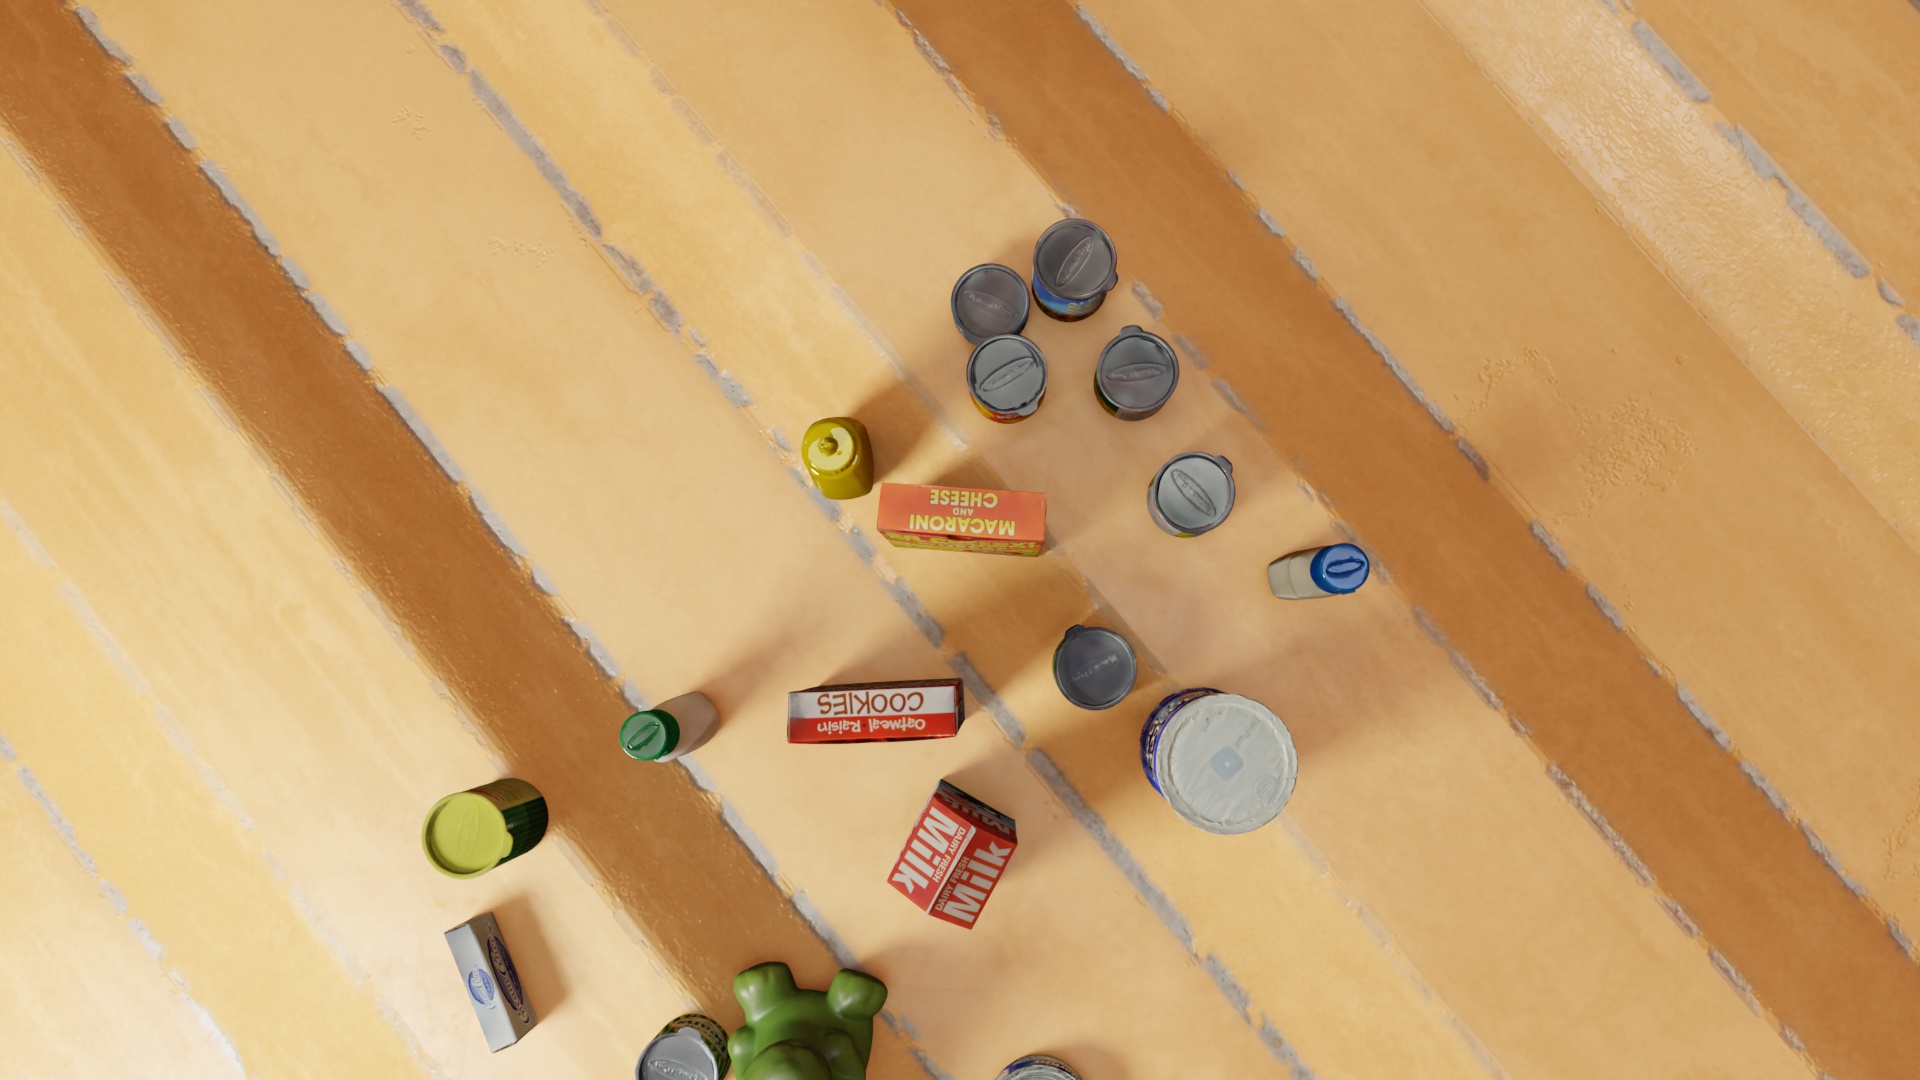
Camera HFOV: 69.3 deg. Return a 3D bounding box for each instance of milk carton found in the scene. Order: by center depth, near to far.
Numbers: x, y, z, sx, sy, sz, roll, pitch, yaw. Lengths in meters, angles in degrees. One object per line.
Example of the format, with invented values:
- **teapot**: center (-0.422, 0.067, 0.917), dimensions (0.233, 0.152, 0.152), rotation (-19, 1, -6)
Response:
- **milk carton**: center (-0.005, 0.236, 1.051), dimensions (0.073, 0.190, 0.072), rotation (29, 87, 4)

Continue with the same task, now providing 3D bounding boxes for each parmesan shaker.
- **parmesan shaker**: center (-0.373, 0.229, 1.106), dimensions (0.071, 0.103, 0.071), rotation (0, 86, 2)

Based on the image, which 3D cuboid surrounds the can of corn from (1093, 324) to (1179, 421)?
- **can of corn**: center (0.143, -0.137, 1.143), dimensions (0.071, 0.058, 0.071), rotation (0, 86, 2)

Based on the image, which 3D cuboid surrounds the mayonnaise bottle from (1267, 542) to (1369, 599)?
- **mayonnaise bottle**: center (0.282, 0.024, 1.081), dimensions (0.065, 0.148, 0.041), rotation (-12, 86, 1)

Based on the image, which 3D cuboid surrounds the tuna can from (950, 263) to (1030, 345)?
- **tuna can**: center (0.024, -0.194, 1.164), dimensions (0.071, 0.033, 0.071), rotation (0, 86, 2)

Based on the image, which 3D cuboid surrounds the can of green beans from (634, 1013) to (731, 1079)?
- **can of green beans**: center (-0.220, 0.418, 1.109), dimensions (0.071, 0.058, 0.071), rotation (0, 86, 2)

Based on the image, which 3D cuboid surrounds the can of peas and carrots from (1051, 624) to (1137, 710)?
- **can of peas and carrots**: center (0.106, 0.101, 1.125), dimensions (0.071, 0.058, 0.071), rotation (0, 86, 2)

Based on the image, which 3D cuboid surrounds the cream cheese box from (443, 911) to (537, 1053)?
- **cream cheese box**: center (-0.378, 0.355, 1.121), dimensions (0.024, 0.053, 0.104), rotation (-24, 85, 0)

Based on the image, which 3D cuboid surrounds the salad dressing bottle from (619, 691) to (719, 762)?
- **salad dressing bottle**: center (-0.228, 0.148, 1.086), dimensions (0.064, 0.147, 0.044), rotation (-38, 86, -1)

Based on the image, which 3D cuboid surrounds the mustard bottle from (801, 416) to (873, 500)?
- **mustard bottle**: center (-0.098, -0.069, 1.094), dimensions (0.049, 0.160, 0.065), rotation (-7, 86, 1)

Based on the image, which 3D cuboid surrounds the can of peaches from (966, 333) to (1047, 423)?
- **can of peaches**: center (0.040, -0.130, 1.146), dimensions (0.071, 0.058, 0.071), rotation (0, 86, 2)

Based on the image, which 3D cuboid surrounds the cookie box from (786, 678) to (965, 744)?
- **cookie box**: center (-0.061, 0.131, 1.073), dimensions (0.123, 0.167, 0.040), rotation (-3, 86, 2)

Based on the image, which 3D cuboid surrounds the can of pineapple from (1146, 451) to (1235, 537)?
- **can of pineapple**: center (0.189, -0.037, 1.134), dimensions (0.071, 0.058, 0.071), rotation (0, 86, 2)

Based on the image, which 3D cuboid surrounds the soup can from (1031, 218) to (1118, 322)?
- **soup can**: center (0.094, -0.218, 1.138), dimensions (0.071, 0.083, 0.071), rotation (0, 86, 2)

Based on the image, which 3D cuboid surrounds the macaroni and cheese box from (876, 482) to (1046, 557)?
- **macaroni and cheese box**: center (0.004, -0.014, 1.083), dimensions (0.124, 0.166, 0.040), rotation (4, 86, 2)
